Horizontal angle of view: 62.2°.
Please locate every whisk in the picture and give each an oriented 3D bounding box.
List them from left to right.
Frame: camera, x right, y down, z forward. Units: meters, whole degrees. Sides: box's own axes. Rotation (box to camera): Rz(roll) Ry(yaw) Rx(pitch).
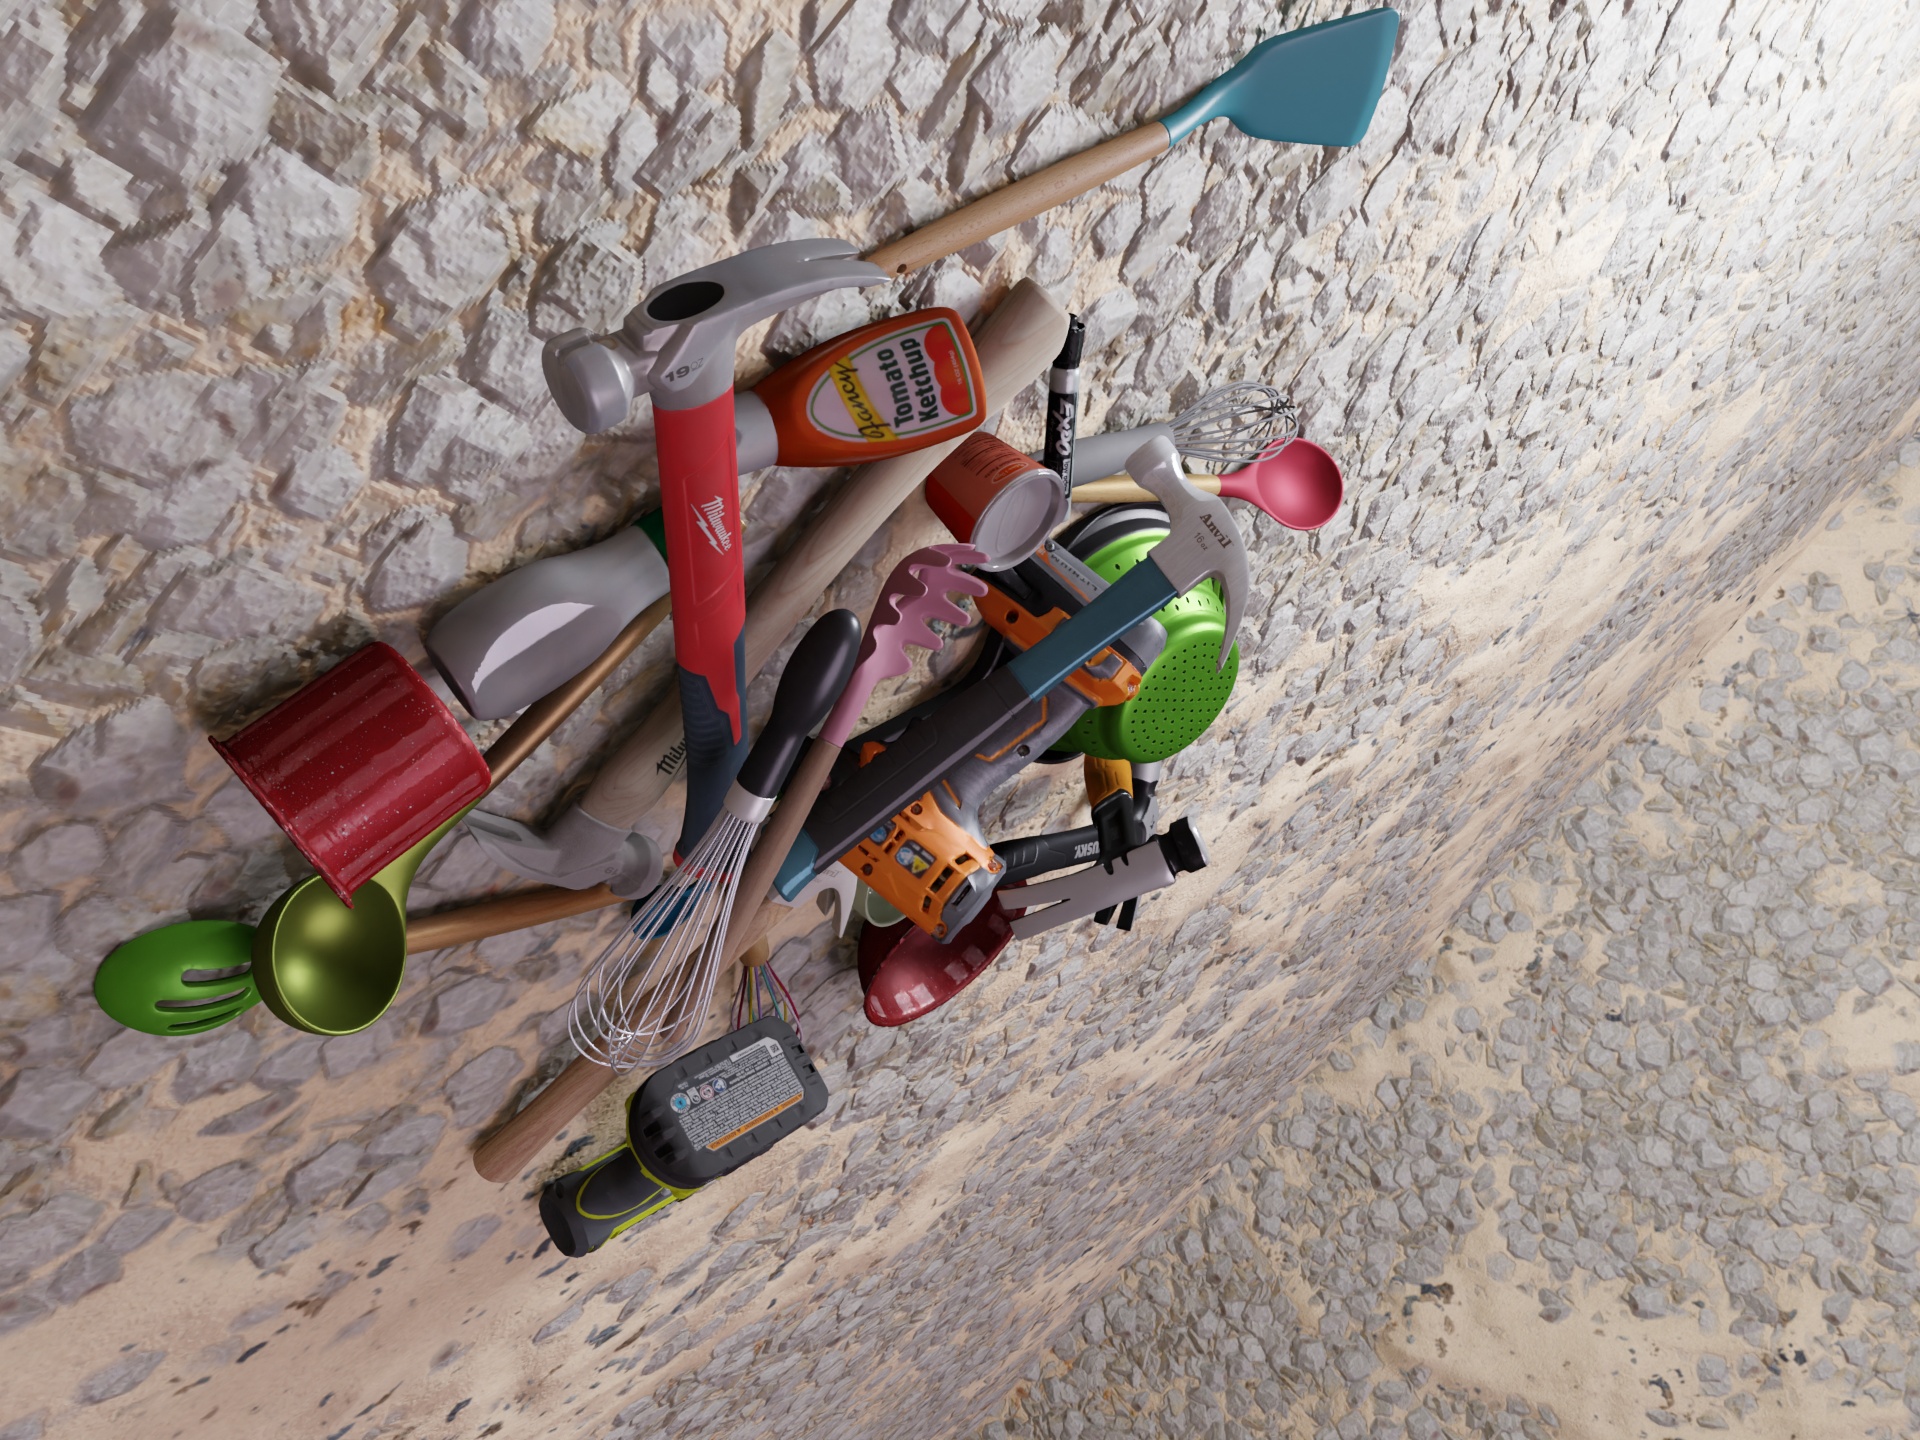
[{"bbox_3d":[-0.121,0.065,0.800,0.070,0.070,0.284,2,122,-55],"label":"whisk"},{"bbox_3d":[-0.142,0.178,1.108,0.047,0.051,0.244,-27,145,-20],"label":"whisk"},{"bbox_3d":[0.125,-0.172,0.993,0.239,0.055,0.055,-19,143,-32],"label":"whisk"}]

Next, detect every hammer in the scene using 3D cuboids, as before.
[{"bbox_3d":[-0.193,0.186,1.020,0.331,0.031,0.130,-44,148,13],"label":"hammer"},{"bbox_3d":[-0.106,-0.047,0.759,0.143,0.038,0.386,-30,150,-26],"label":"hammer"},{"bbox_3d":[-0.095,-0.071,0.841,0.410,0.038,0.146,-49,151,6],"label":"hammer"},{"bbox_3d":[0.022,-0.013,0.899,0.331,0.128,0.033,-37,173,0],"label":"hammer"},{"bbox_3d":[0.064,0.105,1.197,0.334,0.035,0.146,-5,103,-58],"label":"hammer"},{"bbox_3d":[0.097,0.059,1.097,0.127,0.034,0.337,-22,-169,9],"label":"hammer"}]

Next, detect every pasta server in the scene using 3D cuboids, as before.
[{"bbox_3d":[-0.079,0.039,0.867,0.316,0.040,0.060,-61,154,0],"label":"pasta server"}]

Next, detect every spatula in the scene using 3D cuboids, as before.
[{"bbox_3d":[0.088,-0.280,0.797,0.317,0.044,0.082,-32,153,-22],"label":"spatula"}]

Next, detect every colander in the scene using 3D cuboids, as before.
[{"bbox_3d":[0.053,-0.003,1.044,0.397,0.095,0.204,-28,138,-22],"label":"colander"}]

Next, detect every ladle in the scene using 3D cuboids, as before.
[{"bbox_3d":[-0.212,0.019,0.767,0.320,0.062,0.078,-47,134,-9],"label":"ladle"},{"bbox_3d":[0.153,-0.155,1.061,0.315,0.069,0.031,-9,175,-43],"label":"ladle"}]

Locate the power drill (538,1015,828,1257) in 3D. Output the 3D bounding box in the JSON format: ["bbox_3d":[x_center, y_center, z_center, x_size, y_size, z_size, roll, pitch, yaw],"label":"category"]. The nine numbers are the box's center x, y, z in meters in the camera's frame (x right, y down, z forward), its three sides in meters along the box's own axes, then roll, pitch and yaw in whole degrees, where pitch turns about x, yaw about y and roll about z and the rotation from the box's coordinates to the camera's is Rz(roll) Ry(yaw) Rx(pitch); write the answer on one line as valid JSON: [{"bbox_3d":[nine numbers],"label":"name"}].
[{"bbox_3d":[-0.188,0.293,1.119,0.171,0.080,0.223,-23,165,-38],"label":"power drill"}]

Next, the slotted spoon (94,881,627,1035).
[{"bbox_3d":[-0.287,0.113,0.840,0.313,0.031,0.070,-9,131,-51],"label":"slotted spoon"}]

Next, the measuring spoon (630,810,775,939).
[{"bbox_3d":[-0.154,0.086,0.981,0.128,0.021,0.042,-40,153,0],"label":"measuring spoon"}]

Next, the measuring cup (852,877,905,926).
[{"bbox_3d":[-0.033,0.063,1.117,0.083,0.038,0.167,18,98,-57],"label":"measuring cup"}]

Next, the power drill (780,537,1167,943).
[{"bbox_3d":[-0.002,-0.003,0.954,0.226,0.164,0.084,-52,176,-5],"label":"power drill"}]
